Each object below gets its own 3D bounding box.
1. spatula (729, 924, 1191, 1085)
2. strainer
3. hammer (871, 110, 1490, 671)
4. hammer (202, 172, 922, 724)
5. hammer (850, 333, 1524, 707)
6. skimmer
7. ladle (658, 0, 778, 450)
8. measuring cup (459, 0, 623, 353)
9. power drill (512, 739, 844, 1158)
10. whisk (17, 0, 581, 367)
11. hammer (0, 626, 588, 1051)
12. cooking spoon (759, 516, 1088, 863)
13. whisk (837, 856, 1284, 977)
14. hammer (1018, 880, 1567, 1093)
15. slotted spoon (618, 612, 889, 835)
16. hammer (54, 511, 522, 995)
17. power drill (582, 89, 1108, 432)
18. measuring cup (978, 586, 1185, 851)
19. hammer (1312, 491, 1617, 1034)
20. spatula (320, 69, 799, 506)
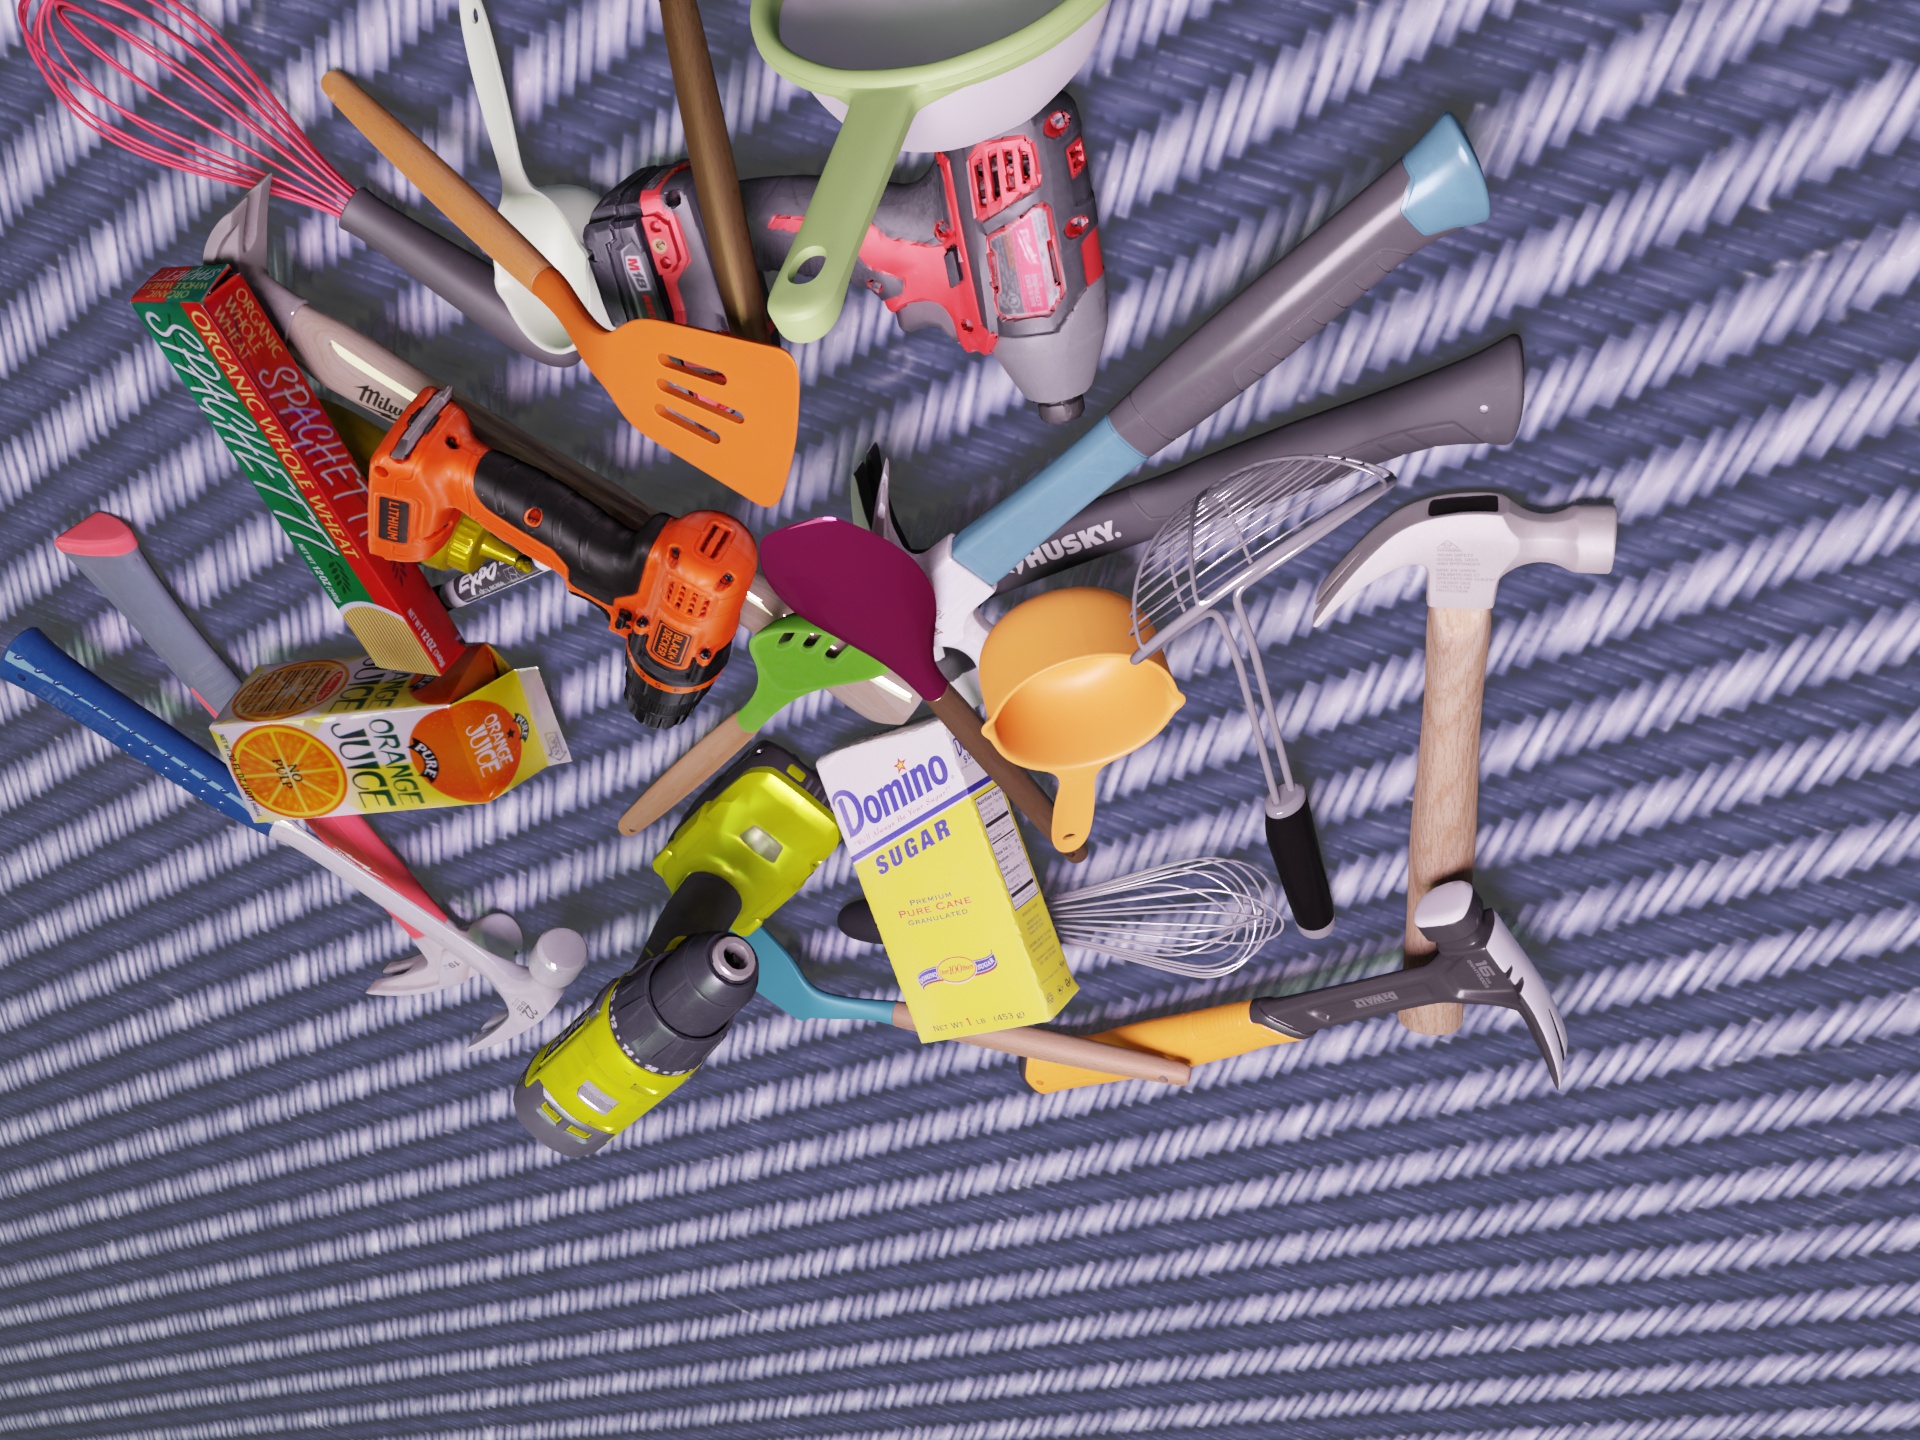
[{"bbox_3d":[-0.012,0.176,0.979,0.317,0.044,0.082,9,127,19],"label":"spatula"},{"bbox_3d":[-0.013,-0.222,0.587,0.151,0.256,0.069,5,150,21],"label":"strainer"},{"bbox_3d":[0.084,-0.131,0.684,0.128,0.033,0.331,33,129,-28],"label":"hammer"},{"bbox_3d":[-0.192,-0.119,0.816,0.410,0.038,0.146,31,149,-10],"label":"hammer"},{"bbox_3d":[0.099,-0.108,0.750,0.335,0.035,0.146,-17,119,29],"label":"hammer"},{"bbox_3d":[0.158,0.018,0.736,0.127,0.090,0.362,-34,137,-8],"label":"skimmer"},{"bbox_3d":[-0.109,-0.267,0.647,0.069,0.031,0.315,-8,100,18],"label":"ladle"},{"bbox_3d":[-0.195,-0.259,0.747,0.083,0.038,0.167,1,109,45],"label":"measuring cup"},{"bbox_3d":[-0.140,0.116,0.877,0.080,0.229,0.190,39,128,-11],"label":"power drill"},{"bbox_3d":[-0.313,-0.260,0.773,0.295,0.073,0.073,32,130,-12],"label":"whisk"},{"bbox_3d":[-0.436,0.077,1.032,0.405,0.035,0.144,35,131,-6],"label":"hammer"},{"bbox_3d":[-0.001,-0.003,0.795,0.069,0.017,0.318,-14,144,22],"label":"cooking spoon"},{"bbox_3d":[0.049,0.116,0.925,0.285,0.070,0.070,-5,124,30],"label":"whisk"},{"bbox_3d":[0.170,0.180,0.914,0.337,0.034,0.127,-22,115,40],"label":"hammer"},{"bbox_3d":[-0.131,0.008,0.888,0.070,0.031,0.313,18,149,-26],"label":"slotted spoon"},{"bbox_3d":[-0.457,0.033,1.056,0.143,0.038,0.386,-18,118,32],"label":"hammer"},{"bbox_3d":[-0.043,-0.194,0.714,0.220,0.079,0.143,-3,124,18],"label":"power drill"},{"bbox_3d":[0.052,0.002,0.772,0.095,0.052,0.173,-9,146,-6],"label":"measuring cup"},{"bbox_3d":[0.244,0.036,0.807,0.130,0.031,0.331,4,127,17],"label":"hammer"},{"bbox_3d":[-0.188,-0.208,0.702,0.323,0.041,0.081,44,143,24],"label":"spatula"}]
